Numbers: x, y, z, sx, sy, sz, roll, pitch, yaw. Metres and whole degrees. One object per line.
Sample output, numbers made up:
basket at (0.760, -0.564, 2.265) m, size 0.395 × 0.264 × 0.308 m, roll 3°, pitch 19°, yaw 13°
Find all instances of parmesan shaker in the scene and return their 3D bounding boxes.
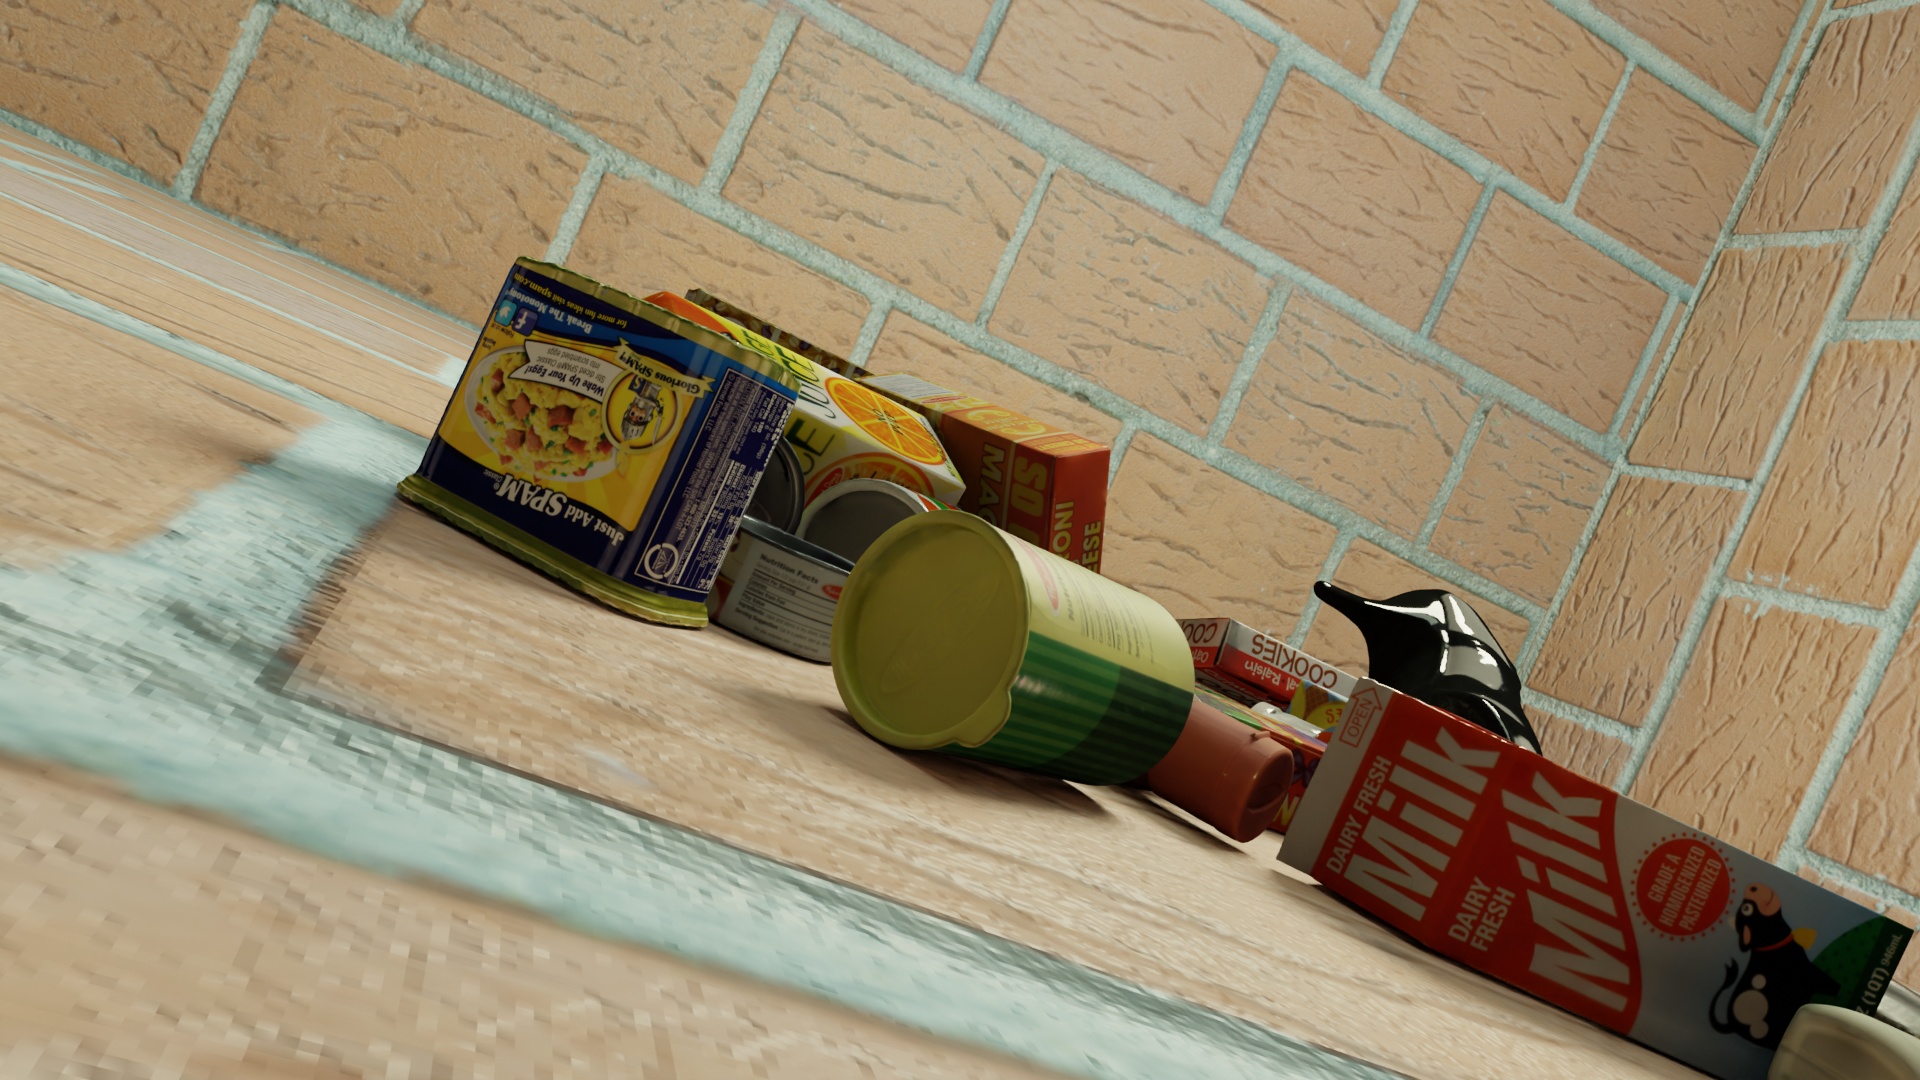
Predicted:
parmesan shaker at (0.020, 0.038, 0.415) m, size 0.071 × 0.071 × 0.103 m, roll 25°, pitch 0°, yaw 38°

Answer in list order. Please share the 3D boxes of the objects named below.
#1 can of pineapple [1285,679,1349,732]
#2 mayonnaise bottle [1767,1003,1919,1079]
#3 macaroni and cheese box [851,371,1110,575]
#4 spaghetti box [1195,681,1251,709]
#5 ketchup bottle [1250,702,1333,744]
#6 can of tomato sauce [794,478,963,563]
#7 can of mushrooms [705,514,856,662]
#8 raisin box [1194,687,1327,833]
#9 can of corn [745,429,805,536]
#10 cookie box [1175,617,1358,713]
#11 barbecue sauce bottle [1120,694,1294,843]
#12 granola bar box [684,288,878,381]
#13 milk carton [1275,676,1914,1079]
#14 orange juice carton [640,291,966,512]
can of pineapple at (0.239, 0.129, 0.895) m, size 0.071 × 0.058 × 0.071 m, roll 25°, pitch 1°, yaw 0°
mayonnaise bottle at (0.324, 0.187, 0.415) m, size 0.148 × 0.041 × 0.065 m, roll 24°, pitch 1°, yaw -7°
macaroni and cheese box at (0.003, -0.009, 0.725) m, size 0.040 × 0.123 × 0.167 m, roll -13°, pitch 25°, yaw -36°
spaghetti box at (0.172, 0.116, 0.830) m, size 0.250 × 0.028 × 0.050 m, roll 25°, pitch 1°, yaw 40°
ketchup bottle at (0.208, 0.128, 0.693) m, size 0.149 × 0.043 × 0.065 m, roll 24°, pitch 9°, yaw 32°
can of tomato sauce at (-0.027, 0.012, 0.590) m, size 0.071 × 0.071 × 0.083 m, roll 25°, pitch 2°, yaw 15°
can of mushrooms at (-0.066, 0.014, 0.481) m, size 0.071 × 0.033 × 0.071 m, roll 24°, pitch 2°, yaw 0°
raisin box at (0.106, 0.086, 0.589) m, size 0.123 × 0.040 × 0.086 m, roll 24°, pitch 0°, yaw -36°
can of corn at (-0.100, -0.024, 0.558) m, size 0.071 × 0.071 × 0.058 m, roll 24°, pitch 0°, yaw -21°
cookie box at (0.197, 0.099, 1.038) m, size 0.123 × 0.040 × 0.167 m, roll 24°, pitch -13°, yaw -20°
barbecue sauce bottle at (0.050, 0.060, 0.512) m, size 0.149 × 0.043 × 0.065 m, roll 26°, pitch 13°, yaw 36°
granola bar box at (-0.120, -0.070, 0.890) m, size 0.165 × 0.124 × 0.039 m, roll 24°, pitch 1°, yaw -21°
milk carton at (0.206, 0.116, 0.475) m, size 0.190 × 0.072 × 0.073 m, roll 24°, pitch 1°, yaw -5°
orange juice carton at (-0.099, -0.049, 0.637) m, size 0.192 × 0.072 × 0.072 m, roll 24°, pitch 22°, yaw -32°
